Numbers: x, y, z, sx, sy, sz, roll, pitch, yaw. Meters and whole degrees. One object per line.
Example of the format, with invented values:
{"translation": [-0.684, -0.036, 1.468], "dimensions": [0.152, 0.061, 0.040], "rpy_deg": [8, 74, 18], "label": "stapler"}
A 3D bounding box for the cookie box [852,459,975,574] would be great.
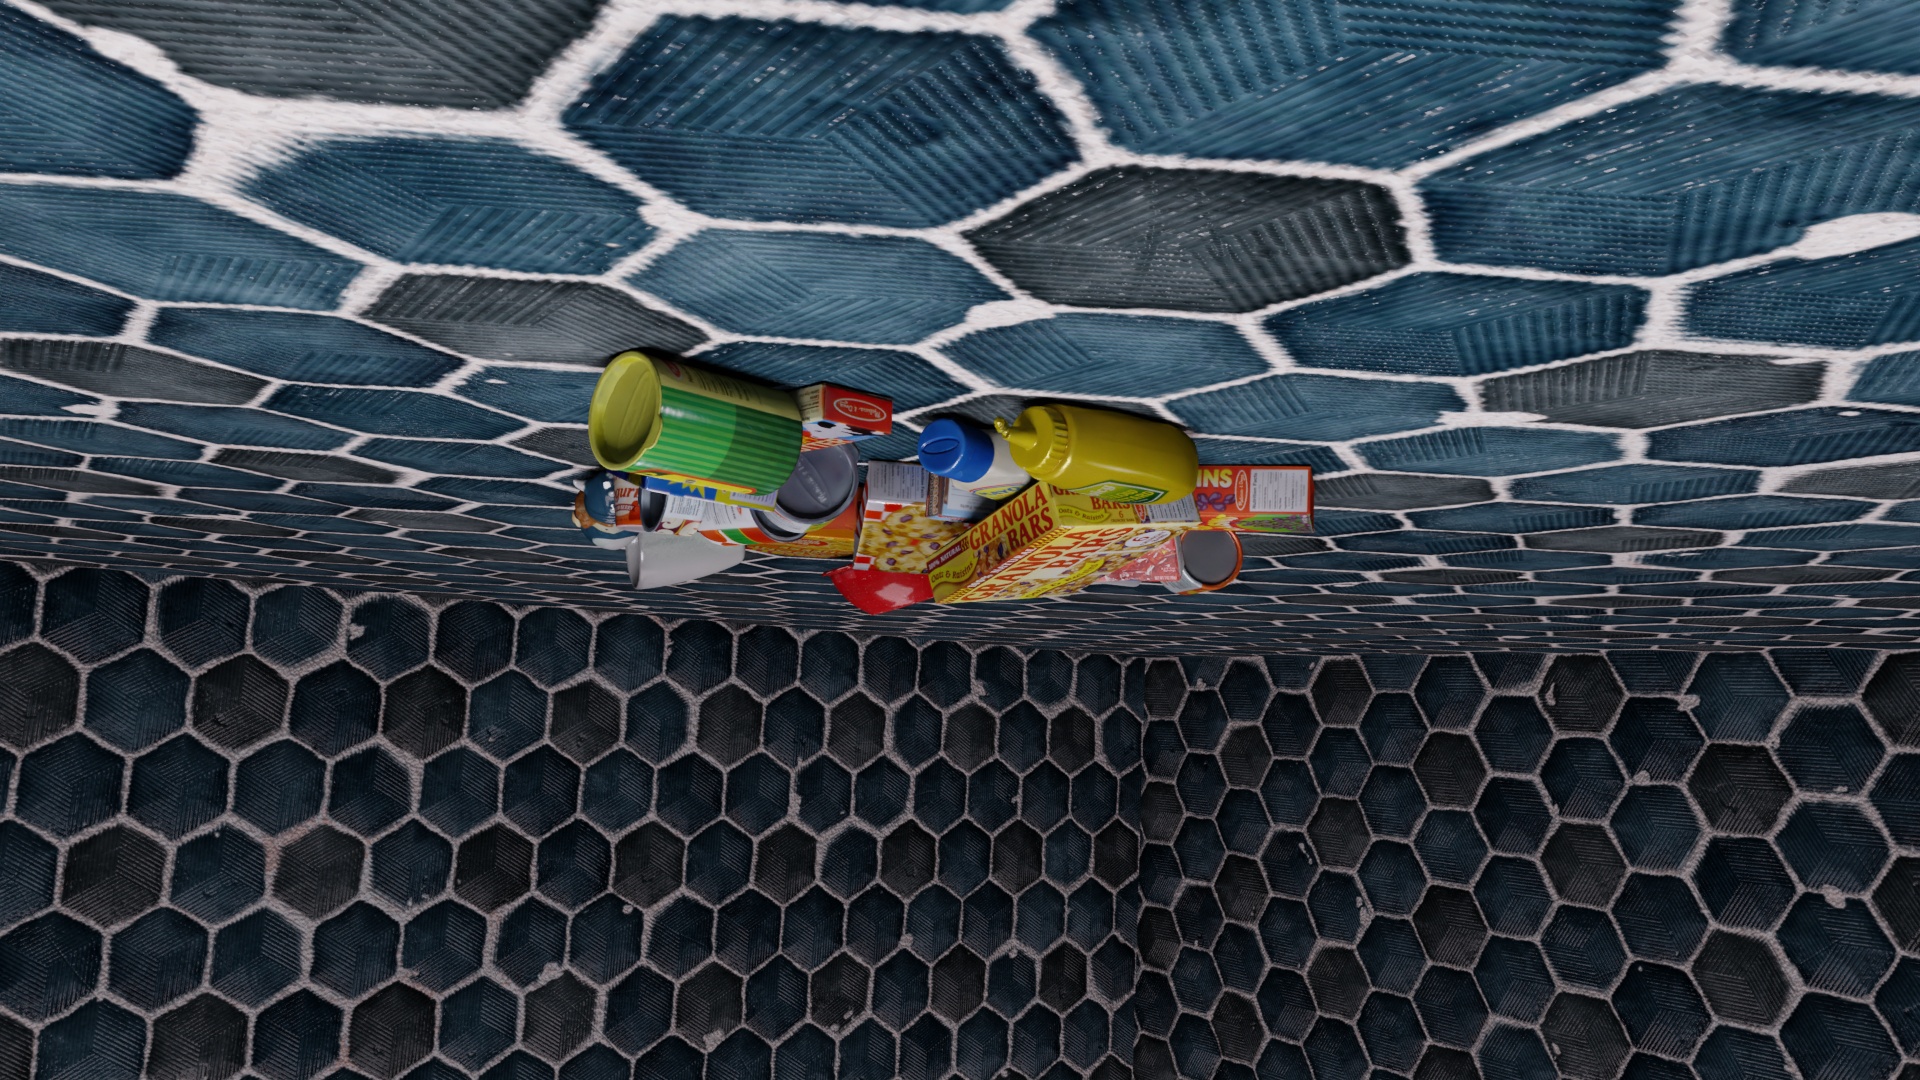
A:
{"translation": [0.004, -0.014, 1.101], "dimensions": [0.168, 0.040, 0.122], "rpy_deg": [4, 153, -8], "label": "cookie box"}

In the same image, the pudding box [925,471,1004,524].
{"translation": [0.019, -0.036, 1.015], "dimensions": [0.084, 0.049, 0.030], "rpy_deg": [6, 173, -24], "label": "pudding box"}

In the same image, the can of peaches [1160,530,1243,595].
{"translation": [0.220, 0.014, 1.276], "dimensions": [0.071, 0.071, 0.058], "rpy_deg": [5, 172, -13], "label": "can of peaches"}

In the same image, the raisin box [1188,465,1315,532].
{"translation": [0.200, -0.030, 1.036], "dimensions": [0.123, 0.040, 0.086], "rpy_deg": [1, 173, 16], "label": "raisin box"}

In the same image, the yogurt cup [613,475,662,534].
{"translation": [-0.246, -0.035, 1.110], "dimensions": [0.072, 0.054, 0.072], "rpy_deg": [3, 173, 0], "label": "yogurt cup"}

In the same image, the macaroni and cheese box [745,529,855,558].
{"translation": [-0.133, -0.011, 1.304], "dimensions": [0.124, 0.040, 0.166], "rpy_deg": [5, 173, -15], "label": "macaroni and cheese box"}

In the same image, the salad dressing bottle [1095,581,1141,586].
{"translation": [0.118, 0.020, 1.445], "dimensions": [0.148, 0.044, 0.064], "rpy_deg": [6, 174, -18], "label": "salad dressing bottle"}

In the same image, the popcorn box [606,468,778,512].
{"translation": [-0.176, -0.050, 0.911], "dimensions": [0.085, 0.038, 0.127], "rpy_deg": [11, -177, -26], "label": "popcorn box"}

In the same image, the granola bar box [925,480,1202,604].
{"translation": [0.069, 0.000, 0.980], "dimensions": [0.124, 0.039, 0.165], "rpy_deg": [-2, 161, -33], "label": "granola bar box"}

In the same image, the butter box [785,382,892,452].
{"translation": [-0.094, -0.074, 0.857], "dimensions": [0.053, 0.024, 0.103], "rpy_deg": [10, 169, -41], "label": "butter box"}

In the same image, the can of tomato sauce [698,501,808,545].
{"translation": [-0.157, -0.029, 1.069], "dimensions": [0.071, 0.071, 0.083], "rpy_deg": [10, 171, -42], "label": "can of tomato sauce"}

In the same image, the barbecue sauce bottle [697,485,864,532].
{"translation": [-0.154, -0.028, 1.172], "dimensions": [0.148, 0.044, 0.065], "rpy_deg": [1, 171, 12], "label": "barbecue sauce bottle"}

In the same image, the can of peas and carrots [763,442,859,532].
{"translation": [-0.106, -0.042, 0.964], "dimensions": [0.071, 0.071, 0.058], "rpy_deg": [5, 173, -12], "label": "can of peas and carrots"}

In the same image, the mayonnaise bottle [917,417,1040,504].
{"translation": [0.026, -0.050, 0.931], "dimensions": [0.064, 0.041, 0.148], "rpy_deg": [-9, 169, 31], "label": "mayonnaise bottle"}

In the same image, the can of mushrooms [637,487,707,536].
{"translation": [-0.214, -0.037, 1.035], "dimensions": [0.033, 0.071, 0.071], "rpy_deg": [6, 172, -30], "label": "can of mushrooms"}

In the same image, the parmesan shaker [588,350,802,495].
{"translation": [-0.147, -0.063, 0.787], "dimensions": [0.071, 0.071, 0.103], "rpy_deg": [-4, 170, 42], "label": "parmesan shaker"}

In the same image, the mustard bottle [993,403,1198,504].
{"translation": [0.077, -0.054, 0.851], "dimensions": [0.160, 0.049, 0.065], "rpy_deg": [9, 166, -41], "label": "mustard bottle"}
